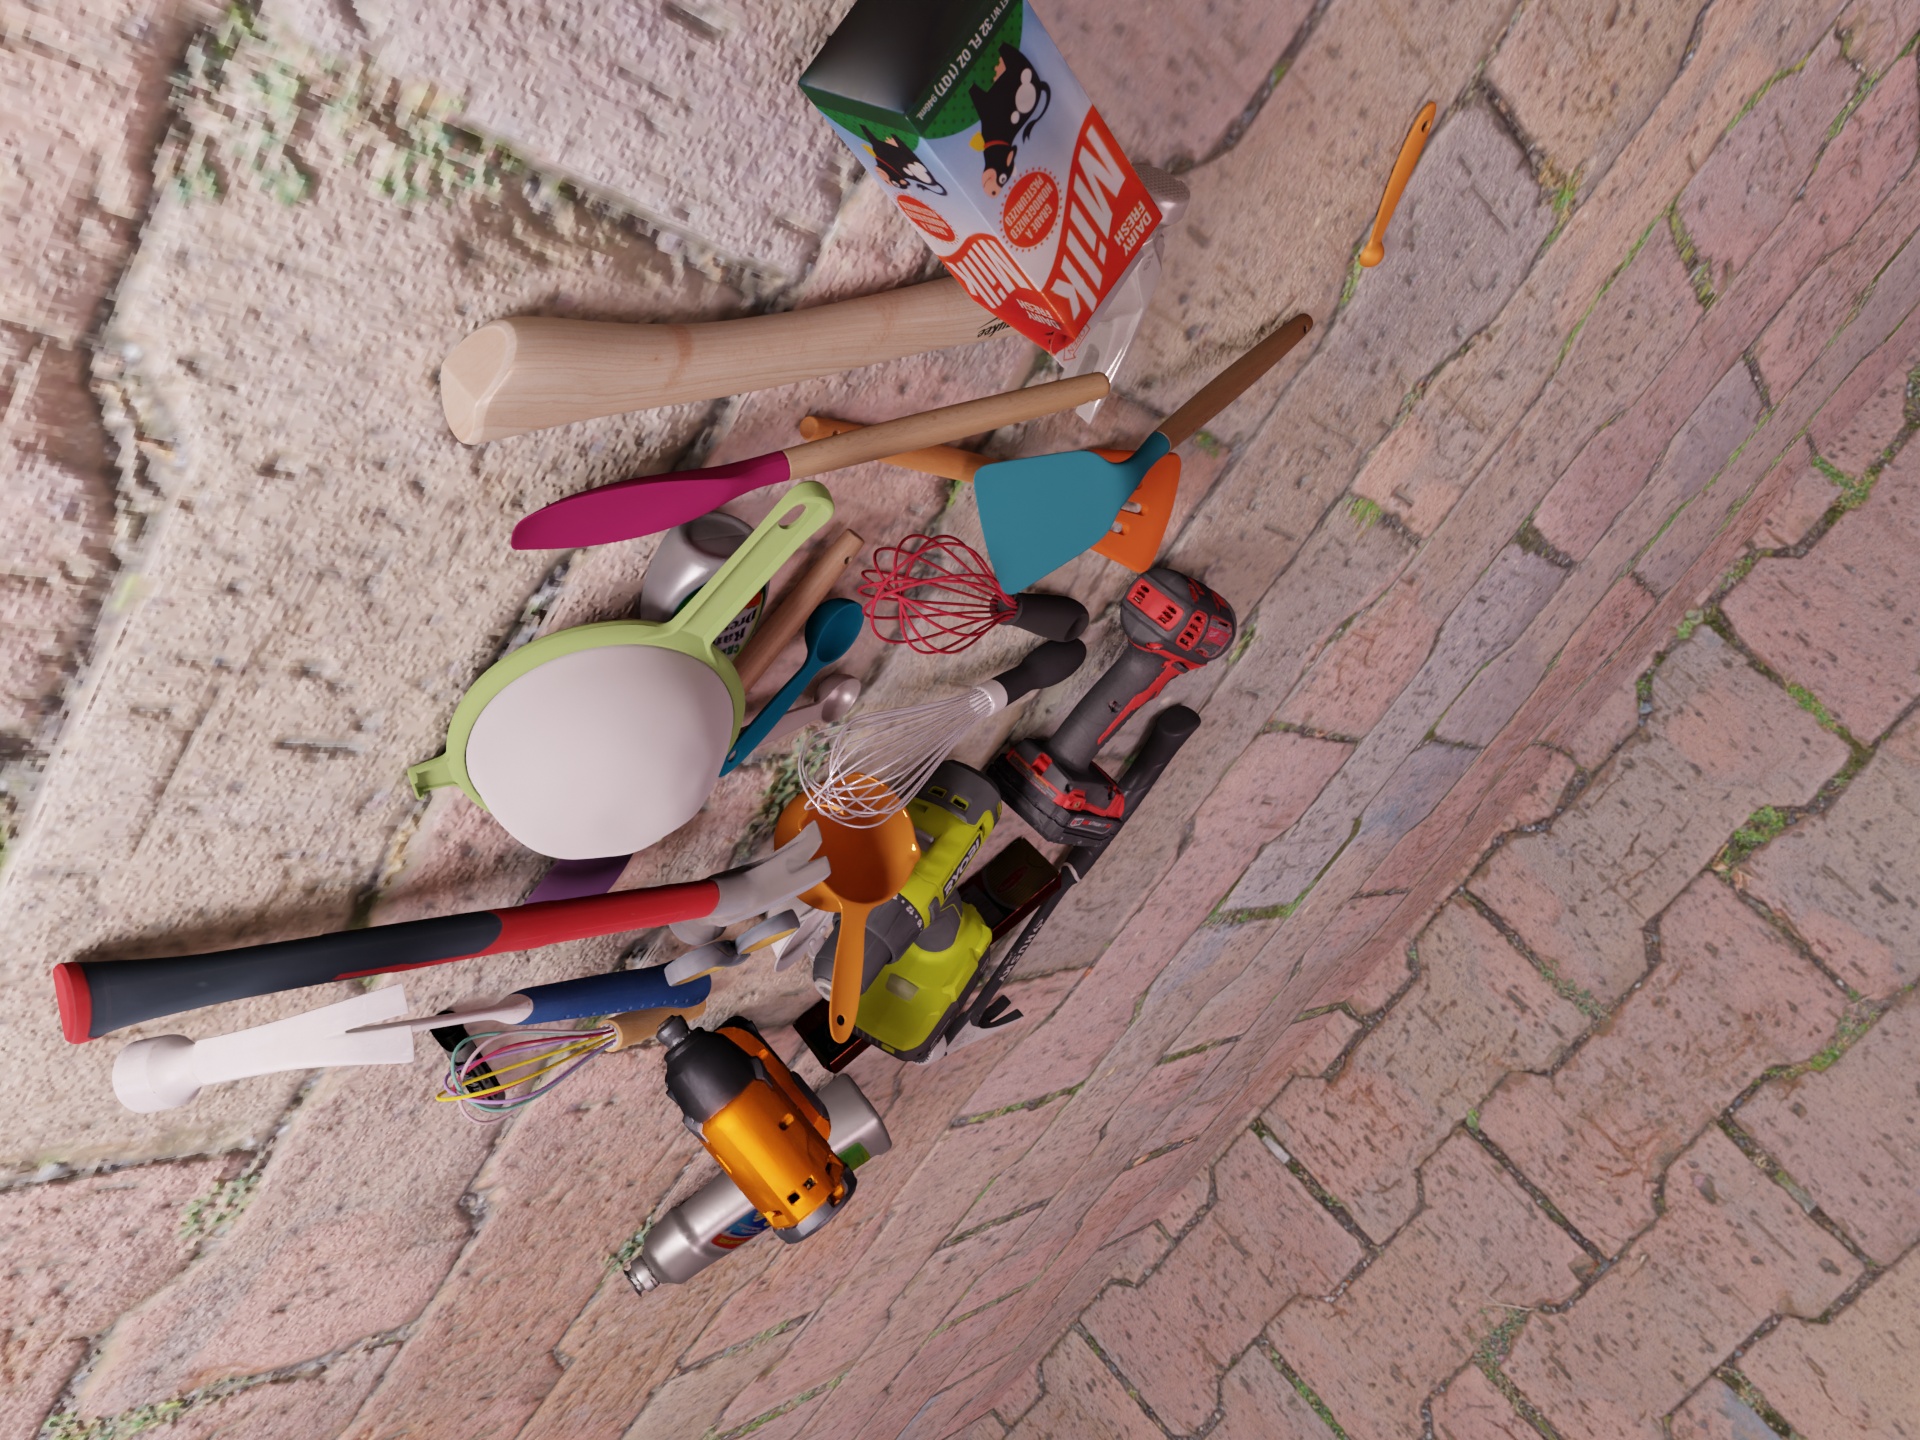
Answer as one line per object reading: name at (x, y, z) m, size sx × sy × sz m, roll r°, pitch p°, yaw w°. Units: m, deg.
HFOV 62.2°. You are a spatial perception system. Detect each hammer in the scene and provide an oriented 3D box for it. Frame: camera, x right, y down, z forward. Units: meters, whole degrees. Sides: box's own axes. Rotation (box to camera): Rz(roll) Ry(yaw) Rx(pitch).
hammer at (0.095, 0.152, 1.446) m, size 0.149 × 0.036 × 0.408 m, roll -3°, pitch 132°, yaw -55°
hammer at (-0.053, -0.178, 0.765) m, size 0.410 × 0.038 × 0.146 m, roll -22°, pitch 147°, yaw -38°
hammer at (-0.249, 0.107, 0.823) m, size 0.386 × 0.038 × 0.143 m, roll -5°, pitch 162°, yaw -44°
hammer at (-0.250, 0.162, 0.884) m, size 0.144 × 0.035 × 0.405 m, roll -14°, pitch 171°, yaw 19°

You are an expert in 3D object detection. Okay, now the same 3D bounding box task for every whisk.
whisk at (-0.002, -0.004, 1.056) m, size 0.284 × 0.070 × 0.070 m, roll -30°, pitch 151°, yaw -44°
whisk at (-0.243, 0.207, 1.020) m, size 0.047 × 0.051 × 0.245 m, roll -42°, pitch 166°, yaw 22°
whisk at (0.020, -0.072, 1.000) m, size 0.073 × 0.073 × 0.295 m, roll -53°, pitch 159°, yaw 15°

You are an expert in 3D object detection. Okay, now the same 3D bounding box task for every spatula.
spatula at (-0.157, 0.015, 0.911) m, size 0.316 × 0.018 × 0.059 m, roll -50°, pitch 152°, yaw 12°
spatula at (0.026, -0.142, 0.922) m, size 0.322 × 0.041 × 0.081 m, roll 1°, pitch 109°, yaw -53°
spatula at (0.127, -0.185, 0.981) m, size 0.317 × 0.044 × 0.082 m, roll -41°, pitch 128°, yaw -35°

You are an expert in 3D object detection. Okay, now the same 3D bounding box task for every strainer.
strainer at (-0.107, 0.166, 1.173) m, size 0.087 × 0.050 × 0.258 m, roll -49°, pitch 162°, yaw -20°
strainer at (-0.139, -0.008, 0.770) m, size 0.151 × 0.069 × 0.256 m, roll 20°, pitch 126°, yaw -44°

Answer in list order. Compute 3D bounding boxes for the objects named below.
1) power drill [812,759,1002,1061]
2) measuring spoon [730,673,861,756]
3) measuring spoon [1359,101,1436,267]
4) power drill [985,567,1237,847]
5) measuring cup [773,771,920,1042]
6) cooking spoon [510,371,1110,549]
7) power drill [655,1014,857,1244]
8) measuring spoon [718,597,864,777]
power drill at (-0.040, 0.159, 1.170) m, size 0.191 × 0.080 × 0.228 m, roll -55°, pitch 161°, yaw -29°
measuring spoon at (-0.109, -0.003, 0.946) m, size 0.124 × 0.018 × 0.034 m, roll -24°, pitch 146°, yaw -42°
measuring spoon at (0.287, -0.345, 1.034) m, size 0.021 × 0.011 × 0.116 m, roll -26°, pitch 148°, yaw -33°
power drill at (0.128, -0.012, 1.218) m, size 0.219 × 0.079 × 0.143 m, roll -55°, pitch 152°, yaw 13°
measuring cup at (-0.082, 0.121, 1.026) m, size 0.095 × 0.174 × 0.052 m, roll 17°, pitch 158°, yaw -34°
cooking spoon at (-0.063, -0.130, 0.773) m, size 0.319 × 0.017 × 0.068 m, roll -18°, pitch 172°, yaw -23°
power drill at (-0.152, 0.265, 1.101) m, size 0.084 × 0.164 × 0.226 m, roll -40°, pitch -179°, yaw -12°
measuring spoon at (-0.104, -0.022, 0.914) m, size 0.128 × 0.021 × 0.042 m, roll -50°, pitch 158°, yaw -8°
